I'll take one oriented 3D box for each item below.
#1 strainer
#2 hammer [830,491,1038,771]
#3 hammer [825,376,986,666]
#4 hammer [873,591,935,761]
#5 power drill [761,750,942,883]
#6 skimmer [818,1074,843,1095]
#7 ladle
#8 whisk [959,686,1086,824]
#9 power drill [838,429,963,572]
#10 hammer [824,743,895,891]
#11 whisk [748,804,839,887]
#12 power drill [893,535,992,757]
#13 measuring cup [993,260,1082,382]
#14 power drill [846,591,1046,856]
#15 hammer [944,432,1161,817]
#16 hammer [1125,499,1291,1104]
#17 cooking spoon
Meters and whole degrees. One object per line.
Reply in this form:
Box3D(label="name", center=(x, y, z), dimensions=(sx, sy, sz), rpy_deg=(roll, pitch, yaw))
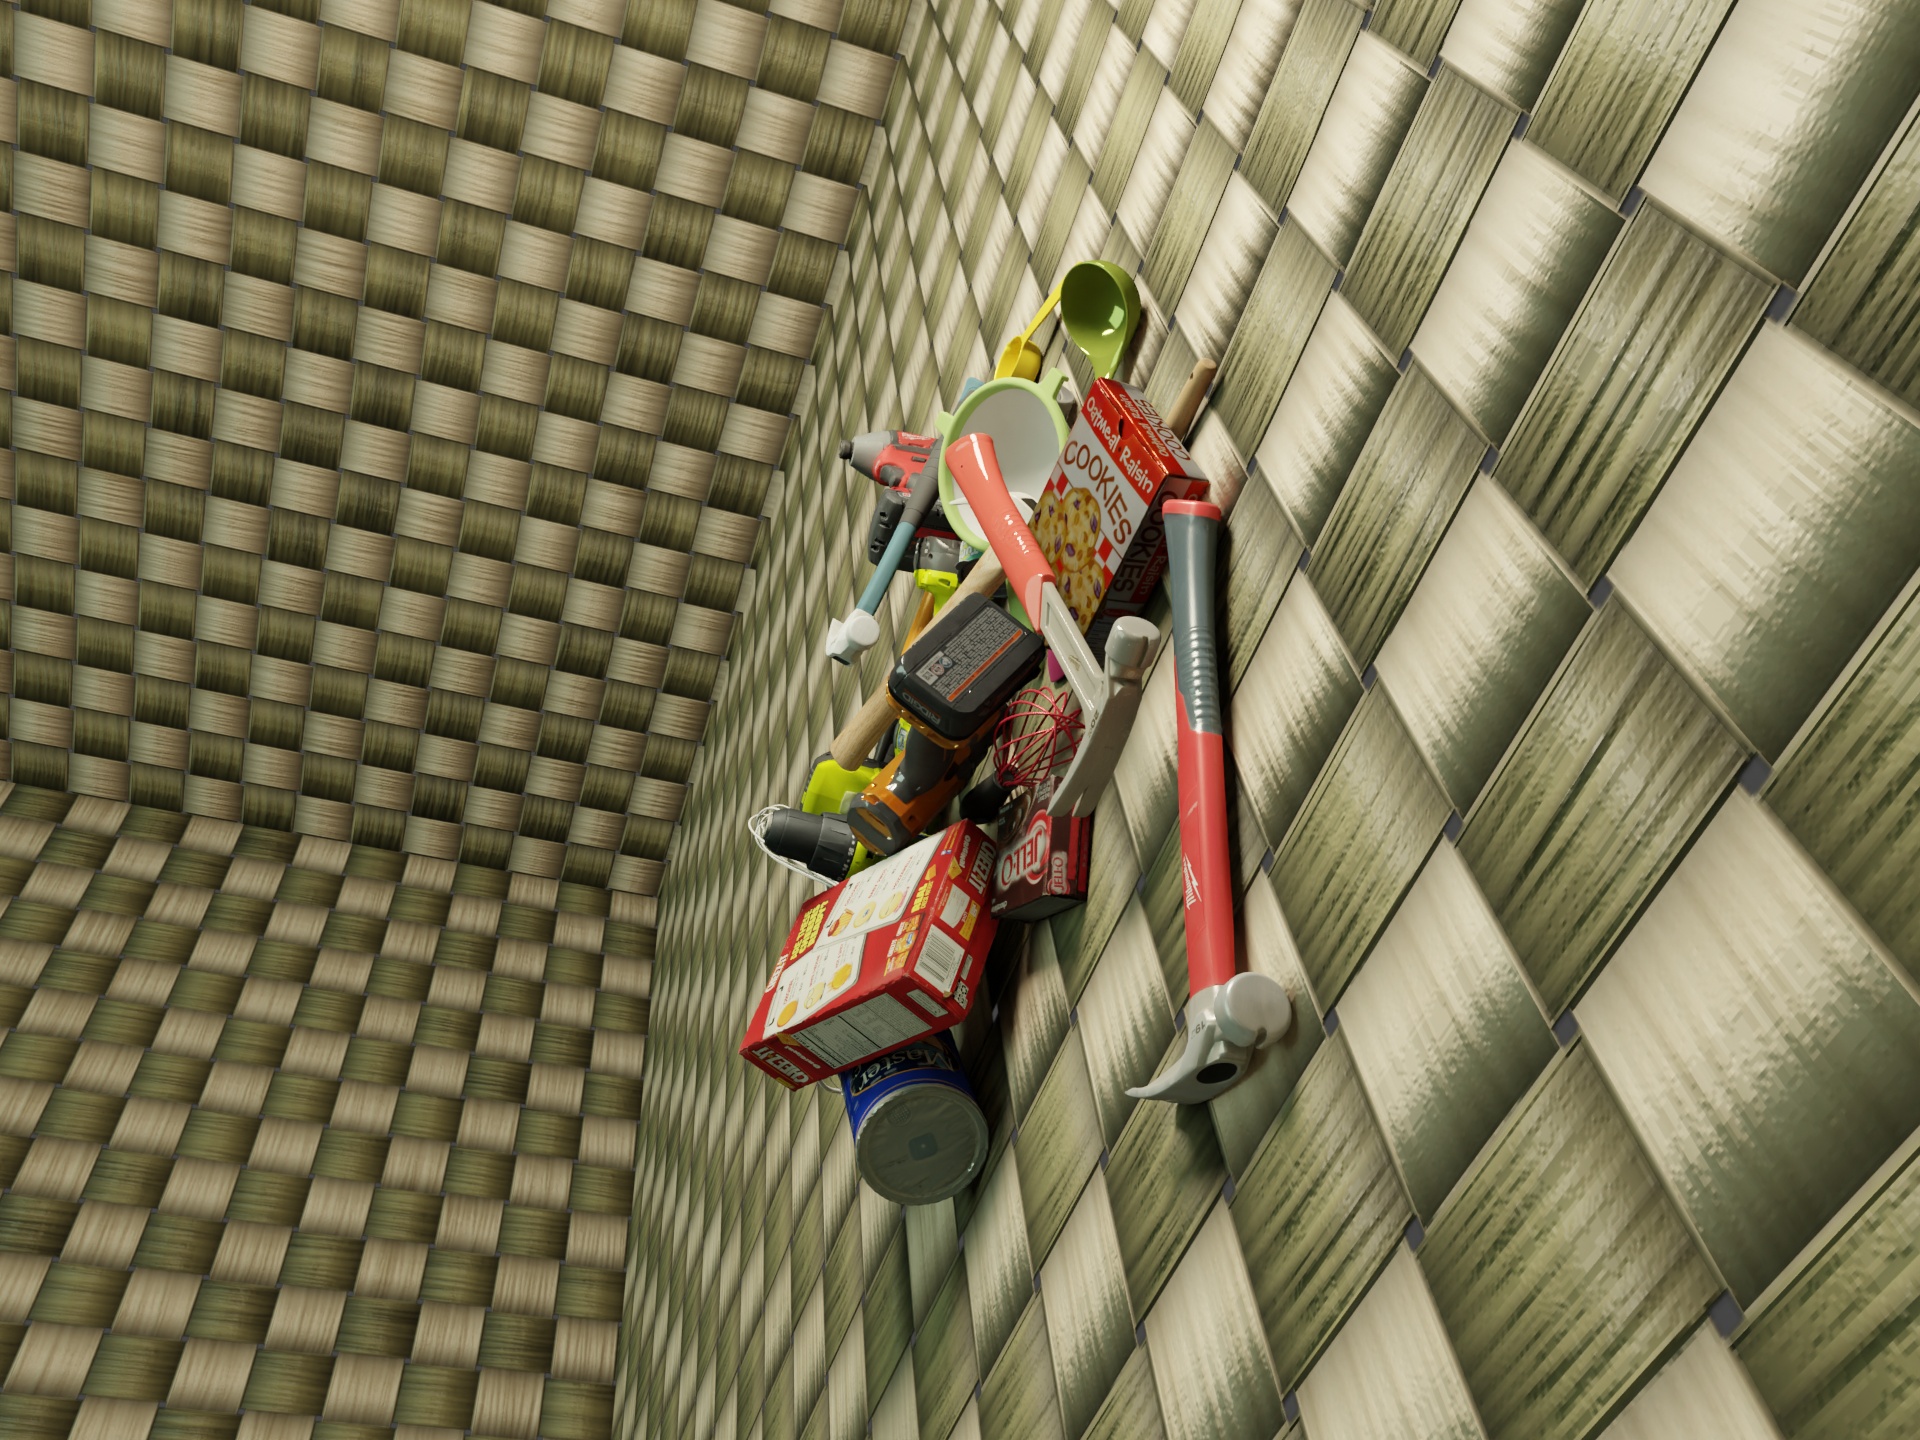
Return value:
Box3D(label="strainer", center=(0.061, -0.164, 1.368), dimensions=(0.151, 0.069, 0.256), rpy_deg=(-12, 83, 44))
Box3D(label="hammer", center=(-0.024, -0.070, 1.386), dimensions=(0.331, 0.031, 0.130), rpy_deg=(-50, 60, 35))
Box3D(label="hammer", center=(-0.044, -0.194, 1.519), dimensions=(0.331, 0.033, 0.128), rpy_deg=(-64, 12, -20))
Box3D(label="hammer", center=(-0.067, -0.012, 1.676), dimensions=(0.127, 0.034, 0.337), rpy_deg=(117, 172, -84))
Box3D(label="power drill", center=(-0.087, 0.098, 1.447), dimensions=(0.229, 0.190, 0.080), rpy_deg=(-118, 46, -75))
Box3D(label="skimmer", center=(-0.095, 0.205, 1.574), dimensions=(0.364, 0.090, 0.127), rpy_deg=(-94, -10, -53))
Box3D(label="ladle", center=(0.091, -0.213, 1.260), dimensions=(0.078, 0.062, 0.320), rpy_deg=(-7, 69, 55))
Box3D(label="whisk", center=(0.041, 0.039, 1.268), dimensions=(0.295, 0.073, 0.073), rpy_deg=(126, 153, -68))
Box3D(label="power drill", center=(-0.053, -0.241, 1.684), dimensions=(0.220, 0.143, 0.078), rpy_deg=(-104, 27, -55))
Box3D(label="hammer", center=(-0.093, 0.083, 1.776), dimensions=(0.146, 0.035, 0.334), rpy_deg=(-125, 49, -70))
Box3D(label="whisk", center=(-0.113, 0.157, 1.512), dimensions=(0.246, 0.059, 0.057), rpy_deg=(35, 115, 28))
Box3D(label="power drill", center=(-0.020, -0.061, 1.544), dimensions=(0.171, 0.080, 0.223), rpy_deg=(-154, 74, -79))
Box3D(label="measuring cup", center=(0.083, -0.376, 1.534), dimensions=(0.156, 0.029, 0.062), rpy_deg=(-49, 29, 38))
Box3D(label="power drill", center=(-0.002, -0.004, 1.291), dimensions=(0.185, 0.084, 0.226), rpy_deg=(-44, -14, -34))
Box3D(label="hammer", center=(0.048, -0.096, 1.142), dimensions=(0.359, 0.036, 0.149), rpy_deg=(-114, 36, -49))
Box3D(label="hammer", center=(0.137, 0.032, 0.952), dimensions=(0.143, 0.038, 0.387), rpy_deg=(120, 157, -54))
Box3D(label="cooking spoon", center=(0.120, -0.143, 1.194), dimensions=(0.318, 0.017, 0.069), rpy_deg=(116, 160, -45))
